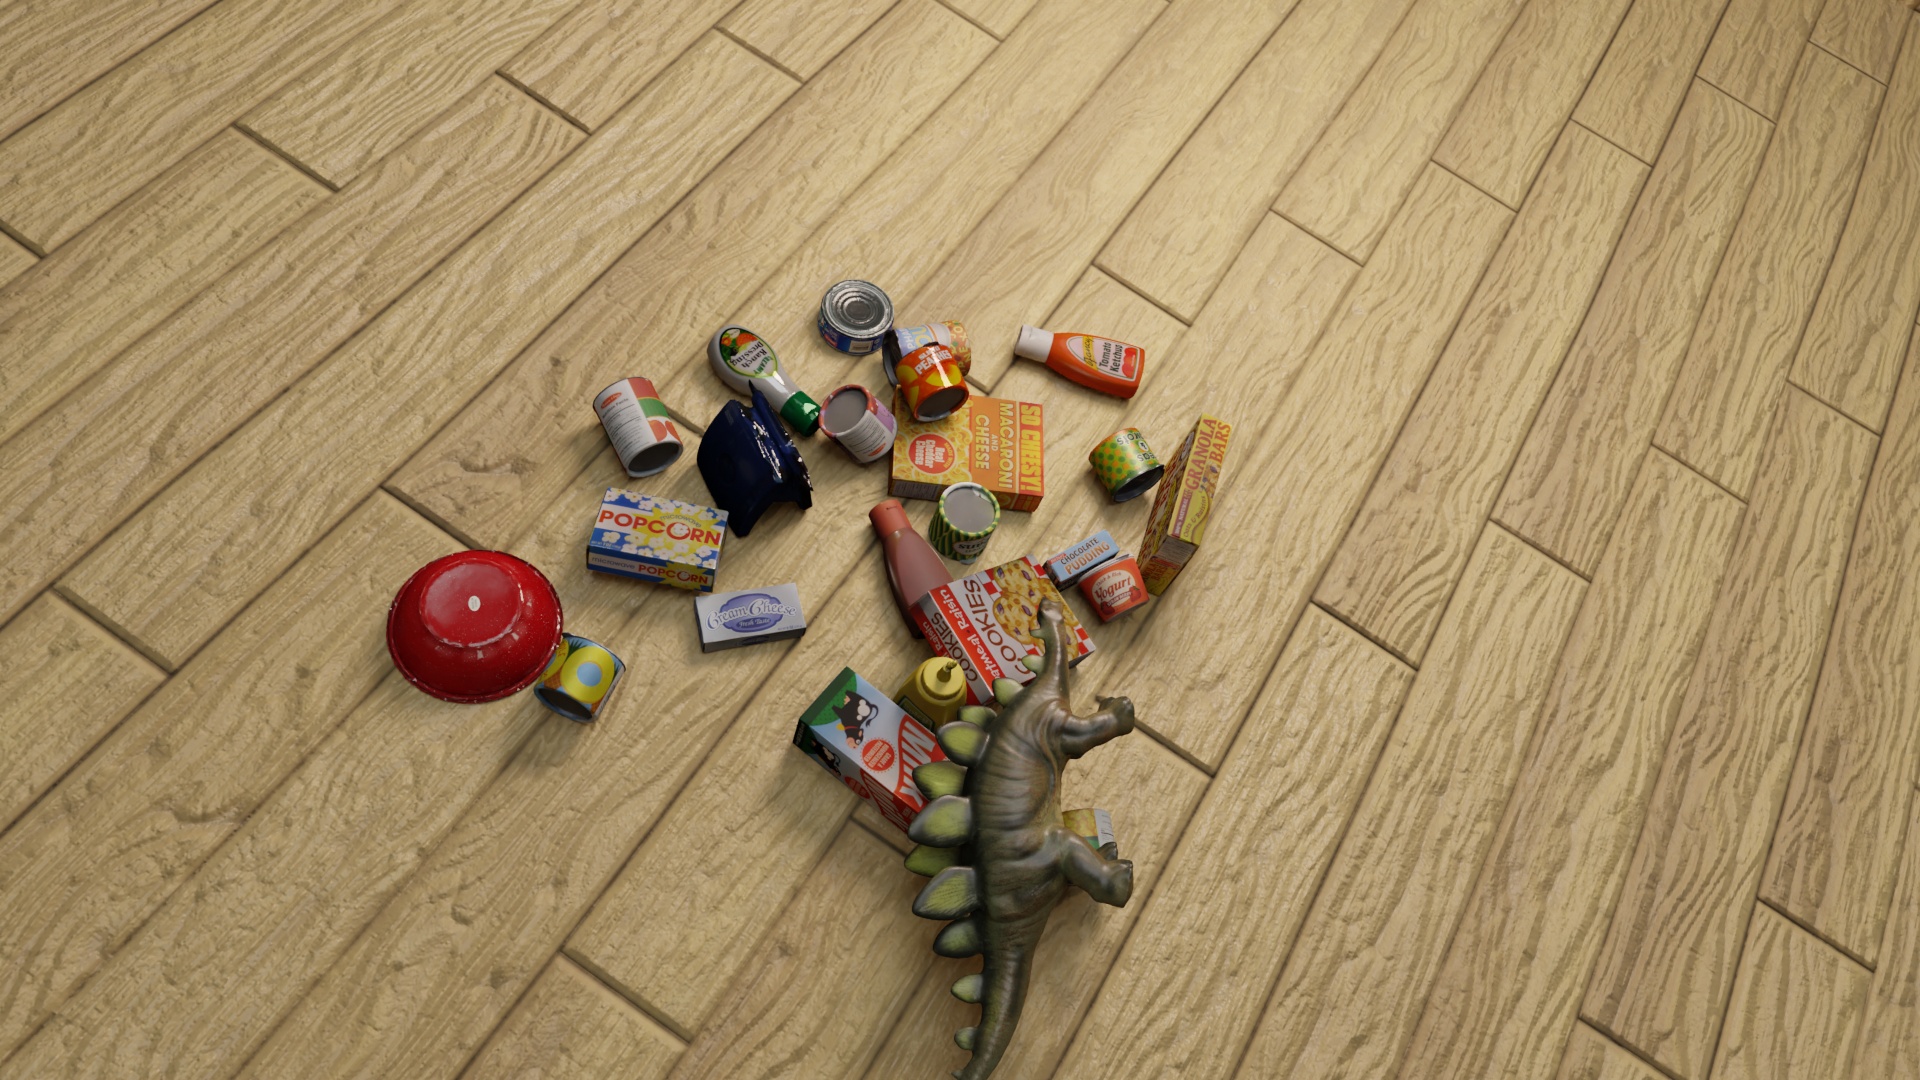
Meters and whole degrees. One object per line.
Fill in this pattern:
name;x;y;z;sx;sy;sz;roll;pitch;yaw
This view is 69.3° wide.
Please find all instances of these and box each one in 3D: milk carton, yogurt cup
milk carton;-0.062;0.214;1.323;0.191;0.072;0.074;38;61;7
yogurt cup;0.165;0.052;1.473;0.072;0.072;0.054;-21;78;-23

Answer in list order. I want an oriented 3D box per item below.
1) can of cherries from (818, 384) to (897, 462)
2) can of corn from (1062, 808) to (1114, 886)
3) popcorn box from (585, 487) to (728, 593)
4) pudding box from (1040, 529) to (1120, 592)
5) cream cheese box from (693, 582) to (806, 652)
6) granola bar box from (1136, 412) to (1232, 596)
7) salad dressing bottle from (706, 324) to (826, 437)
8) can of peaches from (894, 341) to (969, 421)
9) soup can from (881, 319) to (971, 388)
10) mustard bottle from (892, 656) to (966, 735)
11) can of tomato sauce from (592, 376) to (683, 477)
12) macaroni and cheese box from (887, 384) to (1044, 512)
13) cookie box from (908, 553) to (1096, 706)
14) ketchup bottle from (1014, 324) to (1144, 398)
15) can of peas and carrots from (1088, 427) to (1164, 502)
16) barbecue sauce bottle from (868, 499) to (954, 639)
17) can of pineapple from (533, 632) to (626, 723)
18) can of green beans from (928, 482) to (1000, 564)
can of cherries;-0.111;-0.127;1.487;0.071;0.058;0.072;-14;58;24
can of corn;0.113;0.294;1.328;0.071;0.070;0.058;0;62;-14
popcorn box;-0.301;-0.001;1.386;0.127;0.038;0.085;12;43;-8
pudding box;0.125;0.025;1.484;0.084;0.049;0.030;-26;73;-25
cream cheese box;-0.211;0.076;1.387;0.104;0.024;0.053;-8;63;-18
granola bar box;0.239;-0.038;1.504;0.039;0.123;0.166;22;60;-2
salad dressing bottle;-0.209;-0.173;1.510;0.148;0.043;0.064;42;60;9
can of peaches;-0.030;-0.170;1.493;0.071;0.071;0.058;-14;66;-21
soup can;-0.038;-0.212;1.558;0.084;0.071;0.071;-13;66;-20
mustard bottle;-0.026;0.146;1.318;0.065;0.159;0.049;40;62;10
can of tomato sauce;-0.332;-0.117;1.438;0.071;0.071;0.083;-22;70;-23
macaroni and cheese box;0.006;-0.101;1.528;0.167;0.040;0.124;7;61;-10
cookie box;0.043;0.091;1.399;0.168;0.040;0.123;-18;69;-46
ketchup bottle;0.138;-0.214;1.620;0.149;0.043;0.065;15;60;-5
can of peas and carrots;0.186;-0.086;1.547;0.071;0.070;0.059;-21;69;-23
barbecue sauce bottle;-0.050;0.027;1.443;0.065;0.043;0.149;-16;67;-28
can of pineapple;-0.357;0.129;1.297;0.071;0.070;0.058;24;60;0
can of green beans;0.004;-0.020;1.474;0.071;0.057;0.071;6;61;-11
